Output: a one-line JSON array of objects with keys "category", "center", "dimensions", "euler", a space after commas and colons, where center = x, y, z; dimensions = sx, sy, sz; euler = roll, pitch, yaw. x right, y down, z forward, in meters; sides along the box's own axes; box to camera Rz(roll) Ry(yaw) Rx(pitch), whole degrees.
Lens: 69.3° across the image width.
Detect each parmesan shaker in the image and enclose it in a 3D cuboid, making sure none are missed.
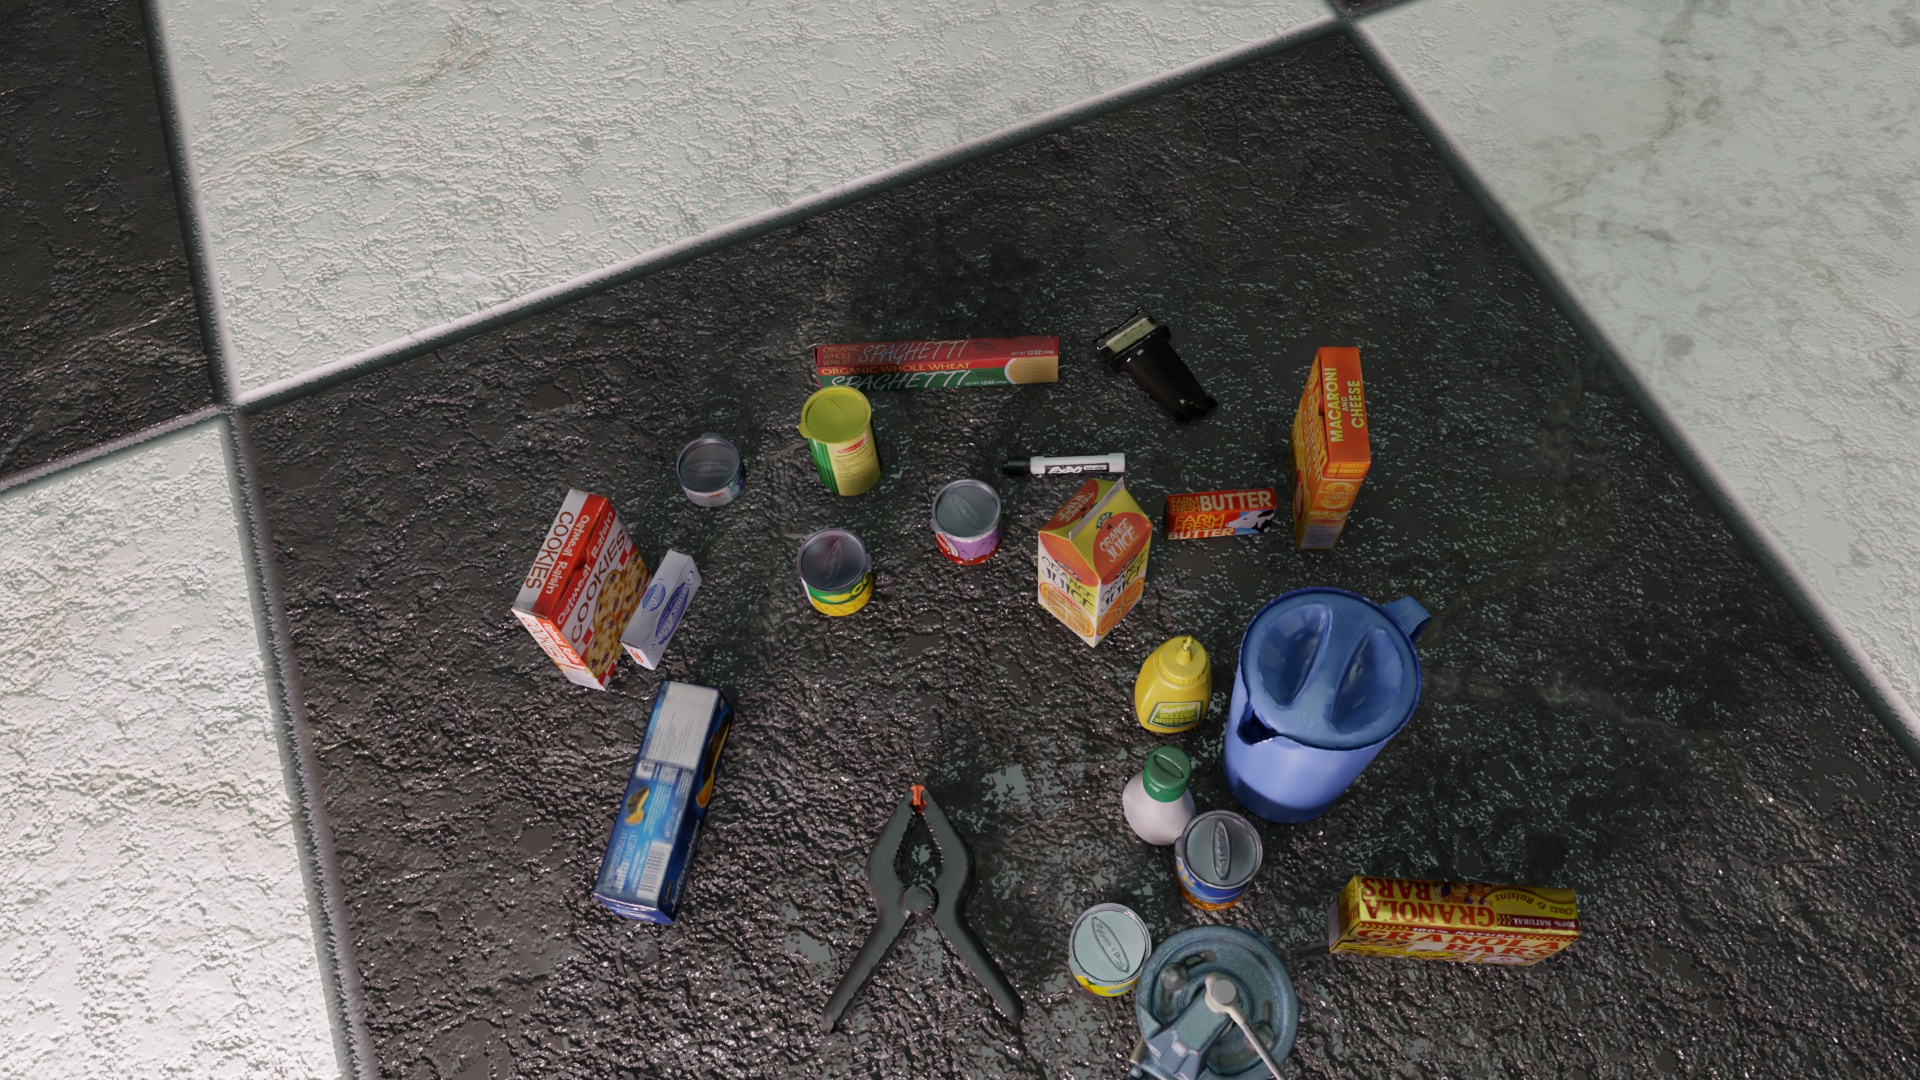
[{"category": "parmesan shaker", "center": [-0.117, -0.095, 1.352], "dimensions": [0.071, 0.102, 0.071], "euler": [-1, 63, 3]}]

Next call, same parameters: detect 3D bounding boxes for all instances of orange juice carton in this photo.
[{"category": "orange juice carton", "center": [0.117, 0.014, 1.232], "dimensions": [0.073, 0.191, 0.072], "euler": [39, 71, 20]}]

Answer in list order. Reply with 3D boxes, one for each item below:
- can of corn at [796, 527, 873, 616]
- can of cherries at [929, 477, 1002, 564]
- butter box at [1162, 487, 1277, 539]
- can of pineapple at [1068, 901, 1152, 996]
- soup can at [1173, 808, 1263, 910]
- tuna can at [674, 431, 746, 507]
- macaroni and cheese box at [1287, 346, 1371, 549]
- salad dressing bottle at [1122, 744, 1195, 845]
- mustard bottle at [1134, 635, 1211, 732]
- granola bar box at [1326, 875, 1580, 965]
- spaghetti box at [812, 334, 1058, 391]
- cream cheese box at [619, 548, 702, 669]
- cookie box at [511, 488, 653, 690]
[{"category": "can of corn", "center": [-0.115, 0.031, 1.311], "dimensions": [0.071, 0.058, 0.071], "euler": [-1, 62, 2]}, {"category": "can of cherries", "center": [0.005, -0.017, 1.329], "dimensions": [0.071, 0.058, 0.072], "euler": [-1, 62, 2]}, {"category": "butter box", "center": [0.246, -0.025, 1.324], "dimensions": [0.103, 0.053, 0.024], "euler": [-4, 63, 1]}, {"category": "can of pineapple", "center": [0.120, 0.336, 1.138], "dimensions": [0.071, 0.057, 0.071], "euler": [-1, 62, 2]}, {"category": "soup can", "center": [0.210, 0.266, 1.156], "dimensions": [0.071, 0.083, 0.071], "euler": [-1, 63, 3]}, {"category": "tuna can", "center": [-0.249, -0.071, 1.386], "dimensions": [0.071, 0.032, 0.071], "euler": [-1, 62, 2]}, {"category": "macaroni and cheese box", "center": [0.338, -0.082, 1.285], "dimensions": [0.040, 0.165, 0.124], "euler": [1, 63, 4]}, {"category": "salad dressing bottle", "center": [0.167, 0.211, 1.151], "dimensions": [0.064, 0.147, 0.044], "euler": [35, 70, 19]}, {"category": "mustard bottle", "center": [0.185, 0.119, 1.191], "dimensions": [0.065, 0.159, 0.049], "euler": [-3, 63, 1]}, {"category": "granola bar box", "center": [0.386, 0.304, 1.104], "dimensions": [0.166, 0.123, 0.039], "euler": [3, 63, 4]}, {"category": "spaghetti box", "center": [-0.024, -0.180, 1.422], "dimensions": [0.250, 0.050, 0.029], "euler": [-3, 63, 2]}, {"category": "cream cheese box", "center": [-0.280, 0.064, 1.305], "dimensions": [0.024, 0.053, 0.104], "euler": [18, 65, 12]}, {"category": "cookie box", "center": [-0.335, 0.047, 1.253], "dimensions": [0.040, 0.166, 0.123], "euler": [13, 64, 10]}]
